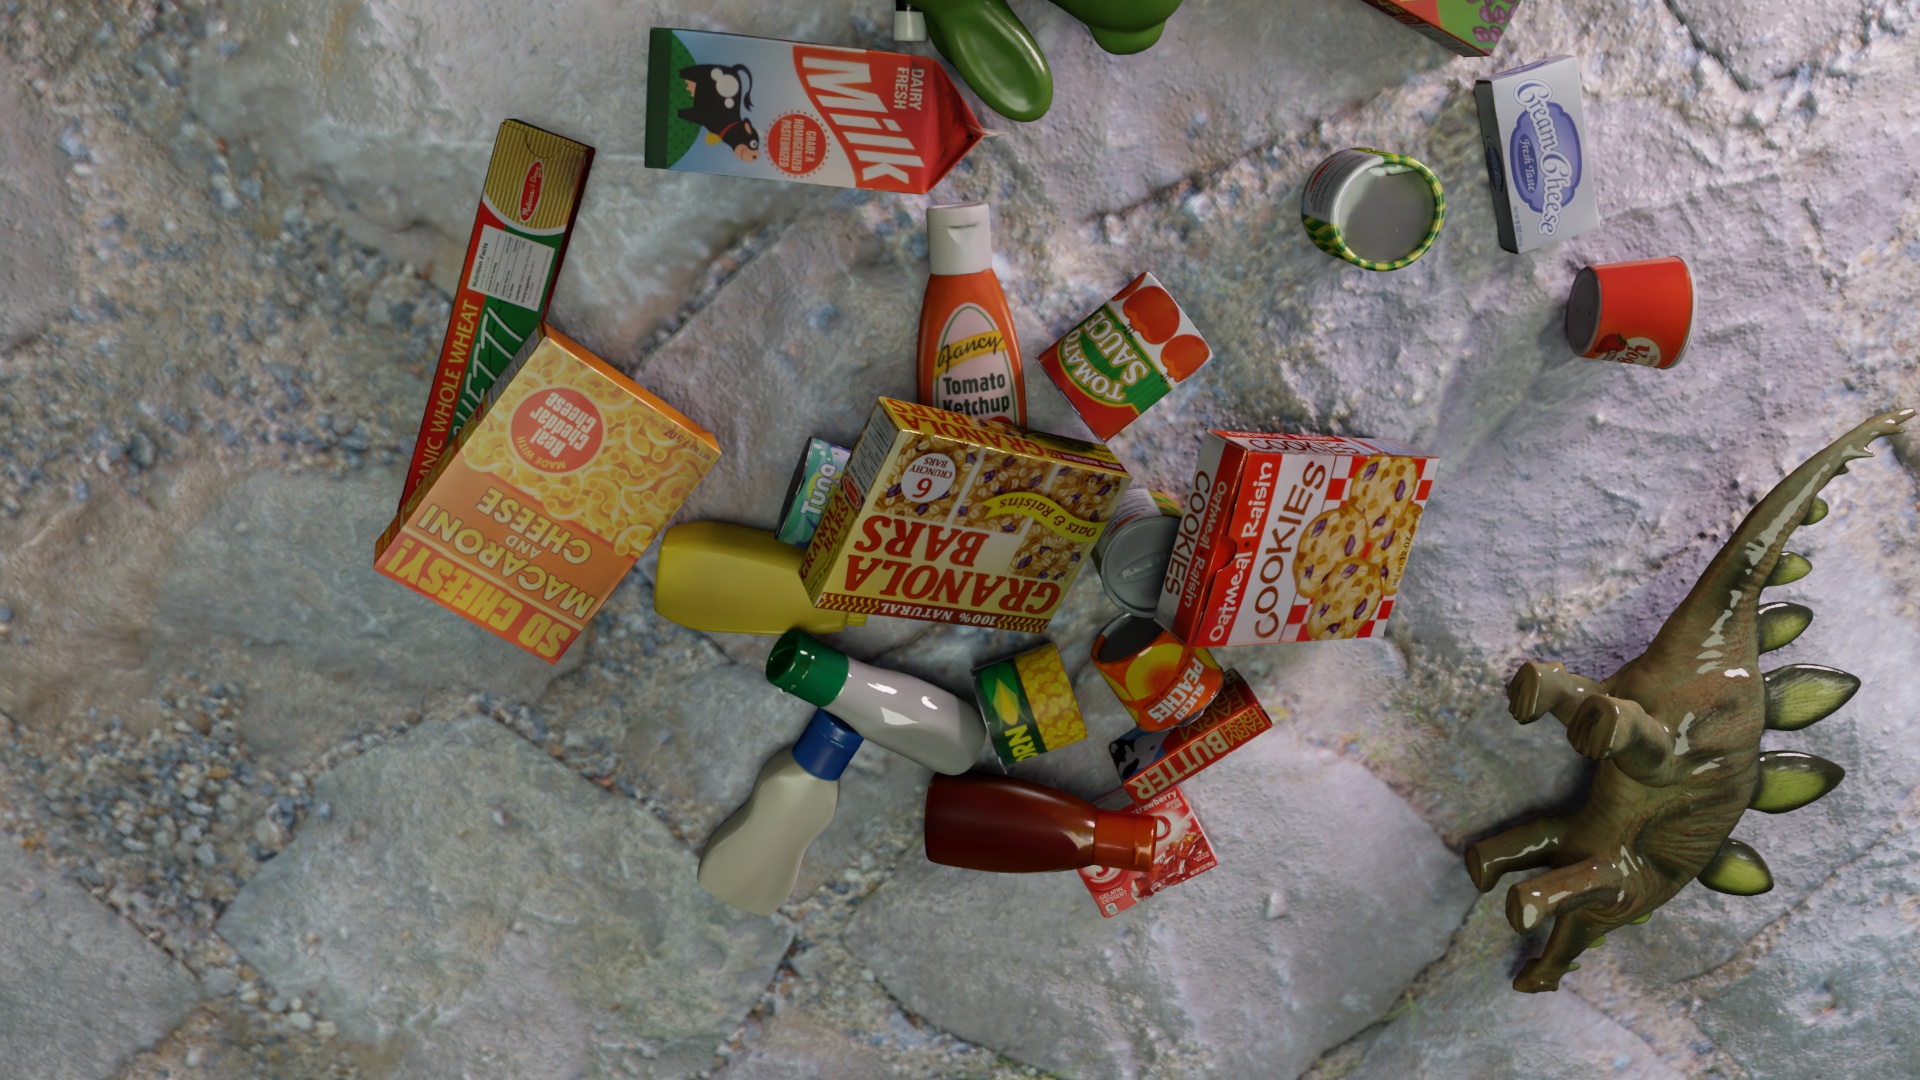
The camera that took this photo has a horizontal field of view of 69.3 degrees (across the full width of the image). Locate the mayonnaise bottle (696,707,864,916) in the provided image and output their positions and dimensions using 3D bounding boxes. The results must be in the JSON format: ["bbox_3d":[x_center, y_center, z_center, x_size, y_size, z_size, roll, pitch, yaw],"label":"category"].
[{"bbox_3d":[-0.113,0.175,0.914,0.065,0.041,0.147,30,103,-14],"label":"mayonnaise bottle"}]

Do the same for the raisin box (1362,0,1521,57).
[{"bbox_3d":[0.257,-0.334,0.767,0.123,0.040,0.086,22,107,-12],"label":"raisin box"}]

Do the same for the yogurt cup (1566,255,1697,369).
[{"bbox_3d":[0.400,-0.137,0.832,0.054,0.072,0.072,2,109,4],"label":"yogurt cup"}]

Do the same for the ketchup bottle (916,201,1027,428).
[{"bbox_3d":[0.003,-0.123,0.819,0.065,0.043,0.148,-7,109,-6],"label":"ketchup bottle"}]

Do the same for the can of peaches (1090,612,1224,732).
[{"bbox_3d":[0.125,0.079,0.881,0.071,0.071,0.058,-33,107,8],"label":"can of peaches"}]

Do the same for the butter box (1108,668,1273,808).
[{"bbox_3d":[0.149,0.128,0.909,0.103,0.053,0.024,-33,110,7],"label":"butter box"}]

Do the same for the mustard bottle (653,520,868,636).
[{"bbox_3d":[-0.106,0.029,0.860,0.160,0.049,0.065,9,114,-8],"label":"mustard bottle"}]

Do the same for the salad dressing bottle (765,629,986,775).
[{"bbox_3d":[-0.052,0.101,0.869,0.147,0.044,0.064,30,145,-30],"label":"salad dressing bottle"}]

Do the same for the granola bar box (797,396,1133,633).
[{"bbox_3d":[0.003,-0.010,0.816,0.166,0.039,0.123,9,120,-34],"label":"granola bar box"}]

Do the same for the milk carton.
[{"bbox_3d":[-0.071,-0.233,0.761,0.191,0.072,0.073,4,108,-6],"label":"milk carton"}]

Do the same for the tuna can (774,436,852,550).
[{"bbox_3d":[-0.085,-0.027,0.831,0.033,0.071,0.071,19,107,-11],"label":"tuna can"}]

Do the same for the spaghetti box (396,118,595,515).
[{"bbox_3d":[-0.273,-0.117,0.809,0.050,0.029,0.249,19,107,-10],"label":"spaghetti box"}]

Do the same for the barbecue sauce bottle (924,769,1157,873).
[{"bbox_3d":[0.052,0.188,0.906,0.148,0.044,0.064,5,107,13],"label":"barbecue sauce bottle"}]

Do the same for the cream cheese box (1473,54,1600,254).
[{"bbox_3d":[0.340,-0.227,0.817,0.053,0.024,0.103,-18,109,1],"label":"cream cheese box"}]

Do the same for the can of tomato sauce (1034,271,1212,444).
[{"bbox_3d":[0.096,-0.108,0.816,0.083,0.071,0.071,-38,107,9],"label":"can of tomato sauce"}]

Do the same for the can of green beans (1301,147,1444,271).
[{"bbox_3d":[0.238,-0.192,0.804,0.071,0.058,0.071,-1,109,-4],"label":"can of green beans"}]

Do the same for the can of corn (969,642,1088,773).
[{"bbox_3d":[0.045,0.106,0.886,0.058,0.071,0.071,-19,109,2],"label":"can of corn"}]

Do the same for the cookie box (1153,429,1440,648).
[{"bbox_3d":[0.205,-0.001,0.838,0.168,0.040,0.122,0,112,-33],"label":"cookie box"}]

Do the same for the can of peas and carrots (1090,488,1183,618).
[{"bbox_3d":[0.116,0.009,0.863,0.071,0.059,0.070,-1,110,-4],"label":"can of peas and carrots"}]

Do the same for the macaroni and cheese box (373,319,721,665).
[{"bbox_3d":[-0.241,-0.025,0.815,0.123,0.040,0.166,35,97,-29],"label":"macaroni and cheese box"}]
